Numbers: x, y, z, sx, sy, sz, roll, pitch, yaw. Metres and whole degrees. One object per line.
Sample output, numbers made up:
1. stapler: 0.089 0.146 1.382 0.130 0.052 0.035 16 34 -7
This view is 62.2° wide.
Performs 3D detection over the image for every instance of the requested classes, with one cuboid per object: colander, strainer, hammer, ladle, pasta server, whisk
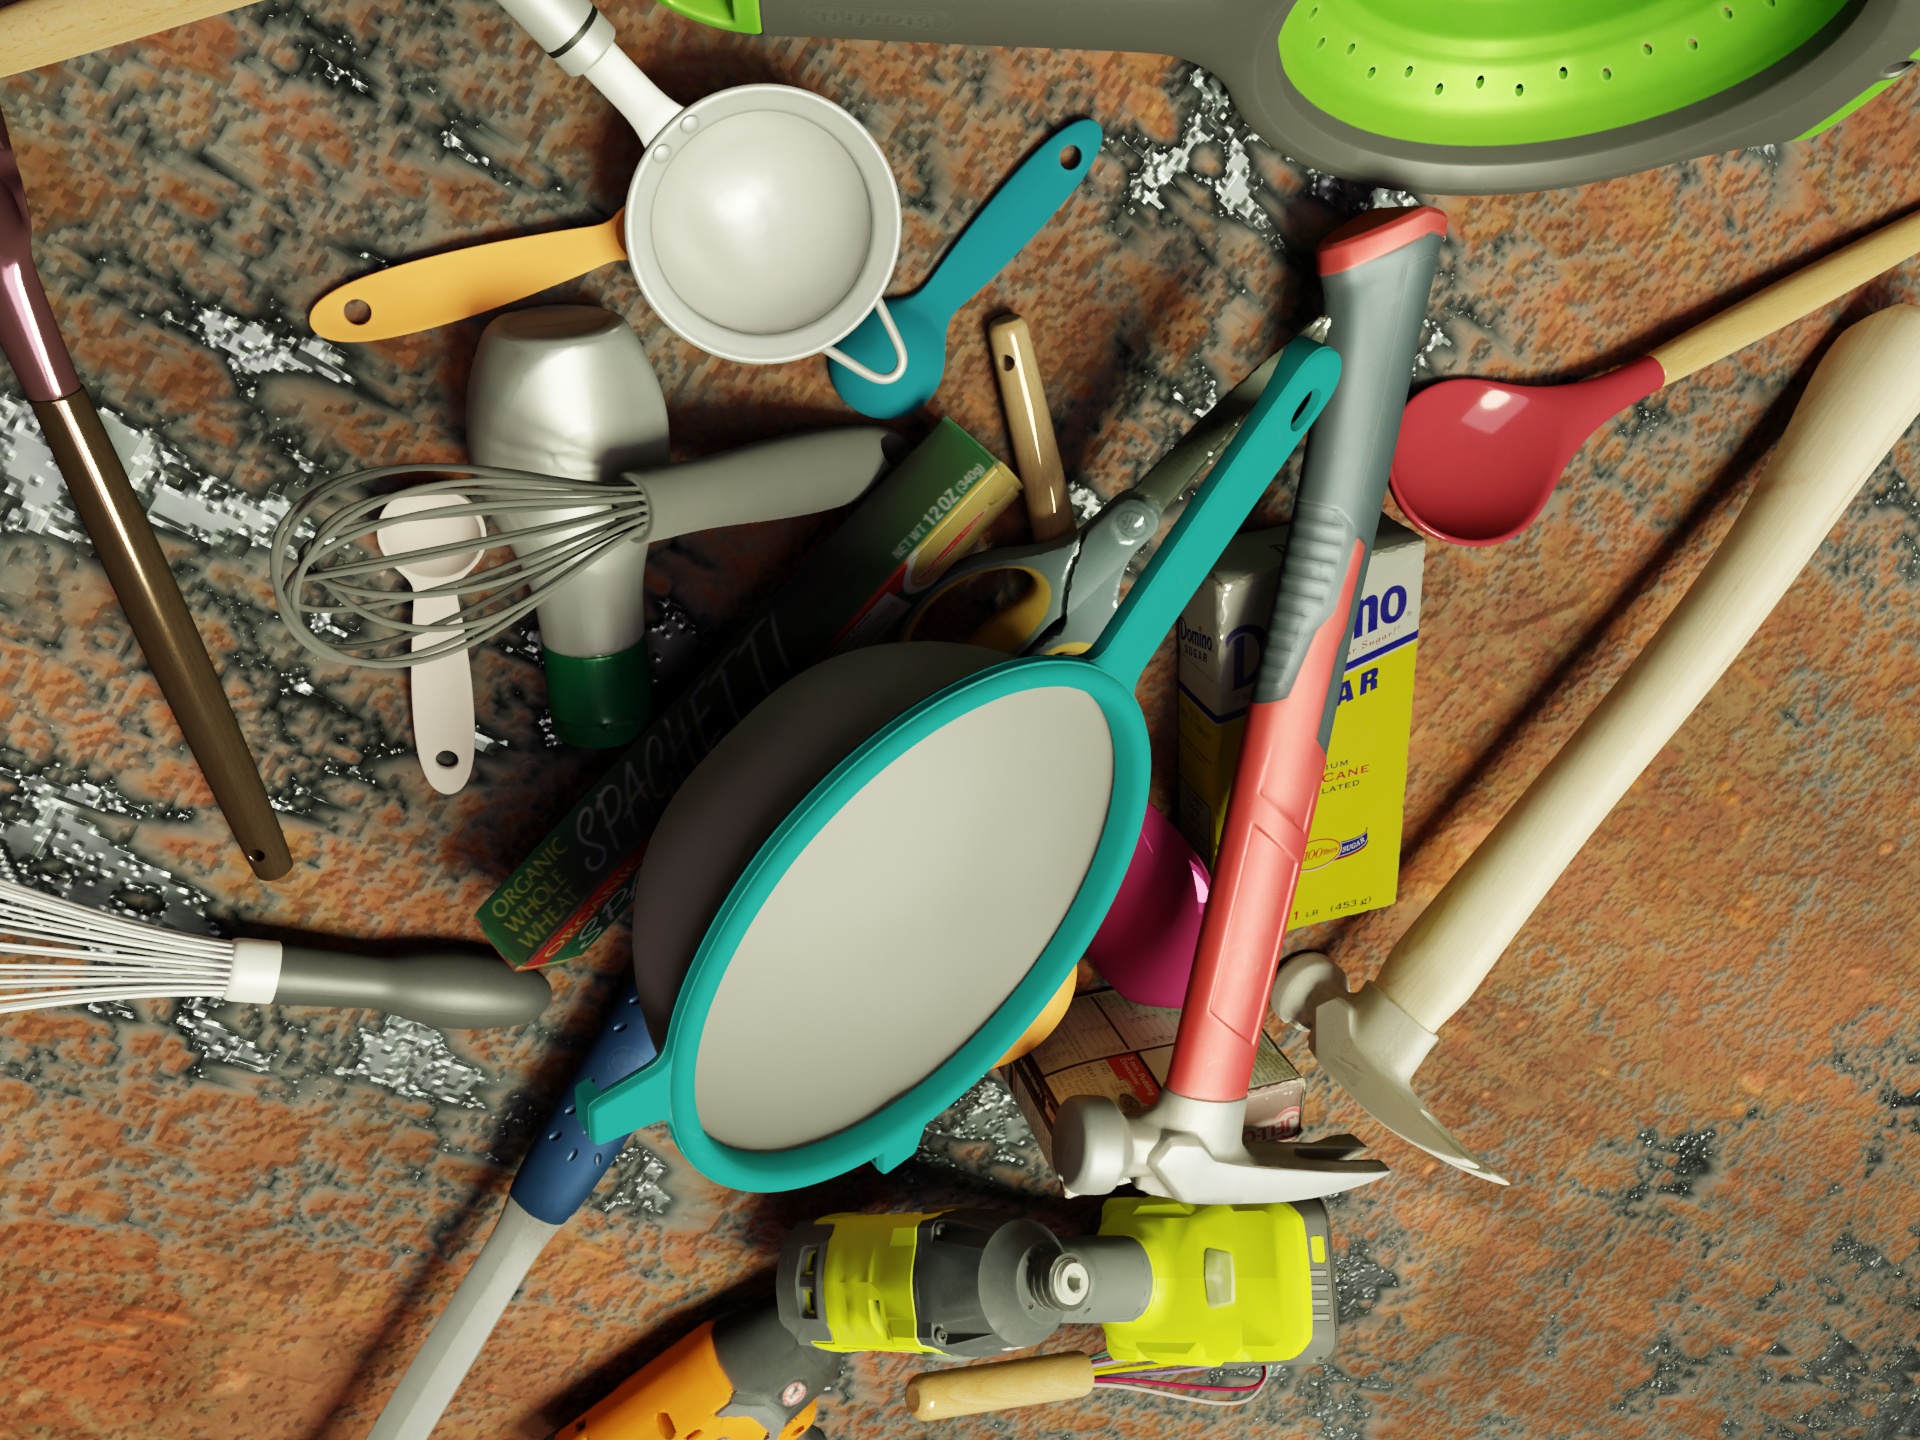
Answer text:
1. colander: 0.103 -0.252 0.488 0.397 0.204 0.094 1 83 -4
2. strainer: -0.103 -0.192 0.459 0.087 0.050 0.258 -40 130 11
3. hammer: -0.172 0.209 0.648 0.144 0.035 0.405 32 100 -1
4. strainer: -0.001 -0.002 0.549 0.340 0.095 0.210 -55 148 1
5. ladle: 0.306 -0.156 0.655 0.315 0.031 0.069 -27 89 -9
6. hammer: 0.139 0.005 0.610 0.143 0.038 0.386 6 102 -20
7. pasta server: -0.262 -0.070 0.474 0.060 0.040 0.316 -4 125 5
8. whisk: -0.281 0.084 0.553 0.284 0.070 0.070 12 112 -31
9. hammer: 0.297 0.004 0.686 0.038 0.146 0.410 31 99 -30
10. whisk: 0.075 0.329 0.804 0.244 0.047 0.051 8 100 -35
11. whisk: -0.098 -0.063 0.492 0.239 0.055 0.055 -22 128 -44

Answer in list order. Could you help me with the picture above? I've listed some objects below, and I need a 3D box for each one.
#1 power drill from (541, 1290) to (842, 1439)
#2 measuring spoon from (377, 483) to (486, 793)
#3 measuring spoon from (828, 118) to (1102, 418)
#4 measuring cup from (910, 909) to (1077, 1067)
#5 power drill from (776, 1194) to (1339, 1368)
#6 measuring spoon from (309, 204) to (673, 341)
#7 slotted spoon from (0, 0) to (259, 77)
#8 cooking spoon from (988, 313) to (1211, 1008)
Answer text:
1. power drill: -0.072 0.369 0.771 0.164 0.084 0.226 -36 120 -1
2. measuring spoon: -0.181 -0.028 0.554 0.034 0.018 0.124 -1 124 -14
3. measuring spoon: 0.006 -0.155 0.547 0.128 0.021 0.042 -47 123 9
4. measuring cup: -0.013 0.077 0.647 0.095 0.052 0.173 -34 126 -1
5. power drill: 0.055 0.246 0.698 0.223 0.080 0.171 13 157 -36
6. measuring spoon: -0.148 -0.142 0.505 0.117 0.011 0.021 -18 118 -7
7. slotted spoon: -0.139 -0.235 0.447 0.314 0.031 0.070 -22 138 -6
8. cooking spoon: 0.053 -0.006 0.636 0.069 0.017 0.318 0 121 27
